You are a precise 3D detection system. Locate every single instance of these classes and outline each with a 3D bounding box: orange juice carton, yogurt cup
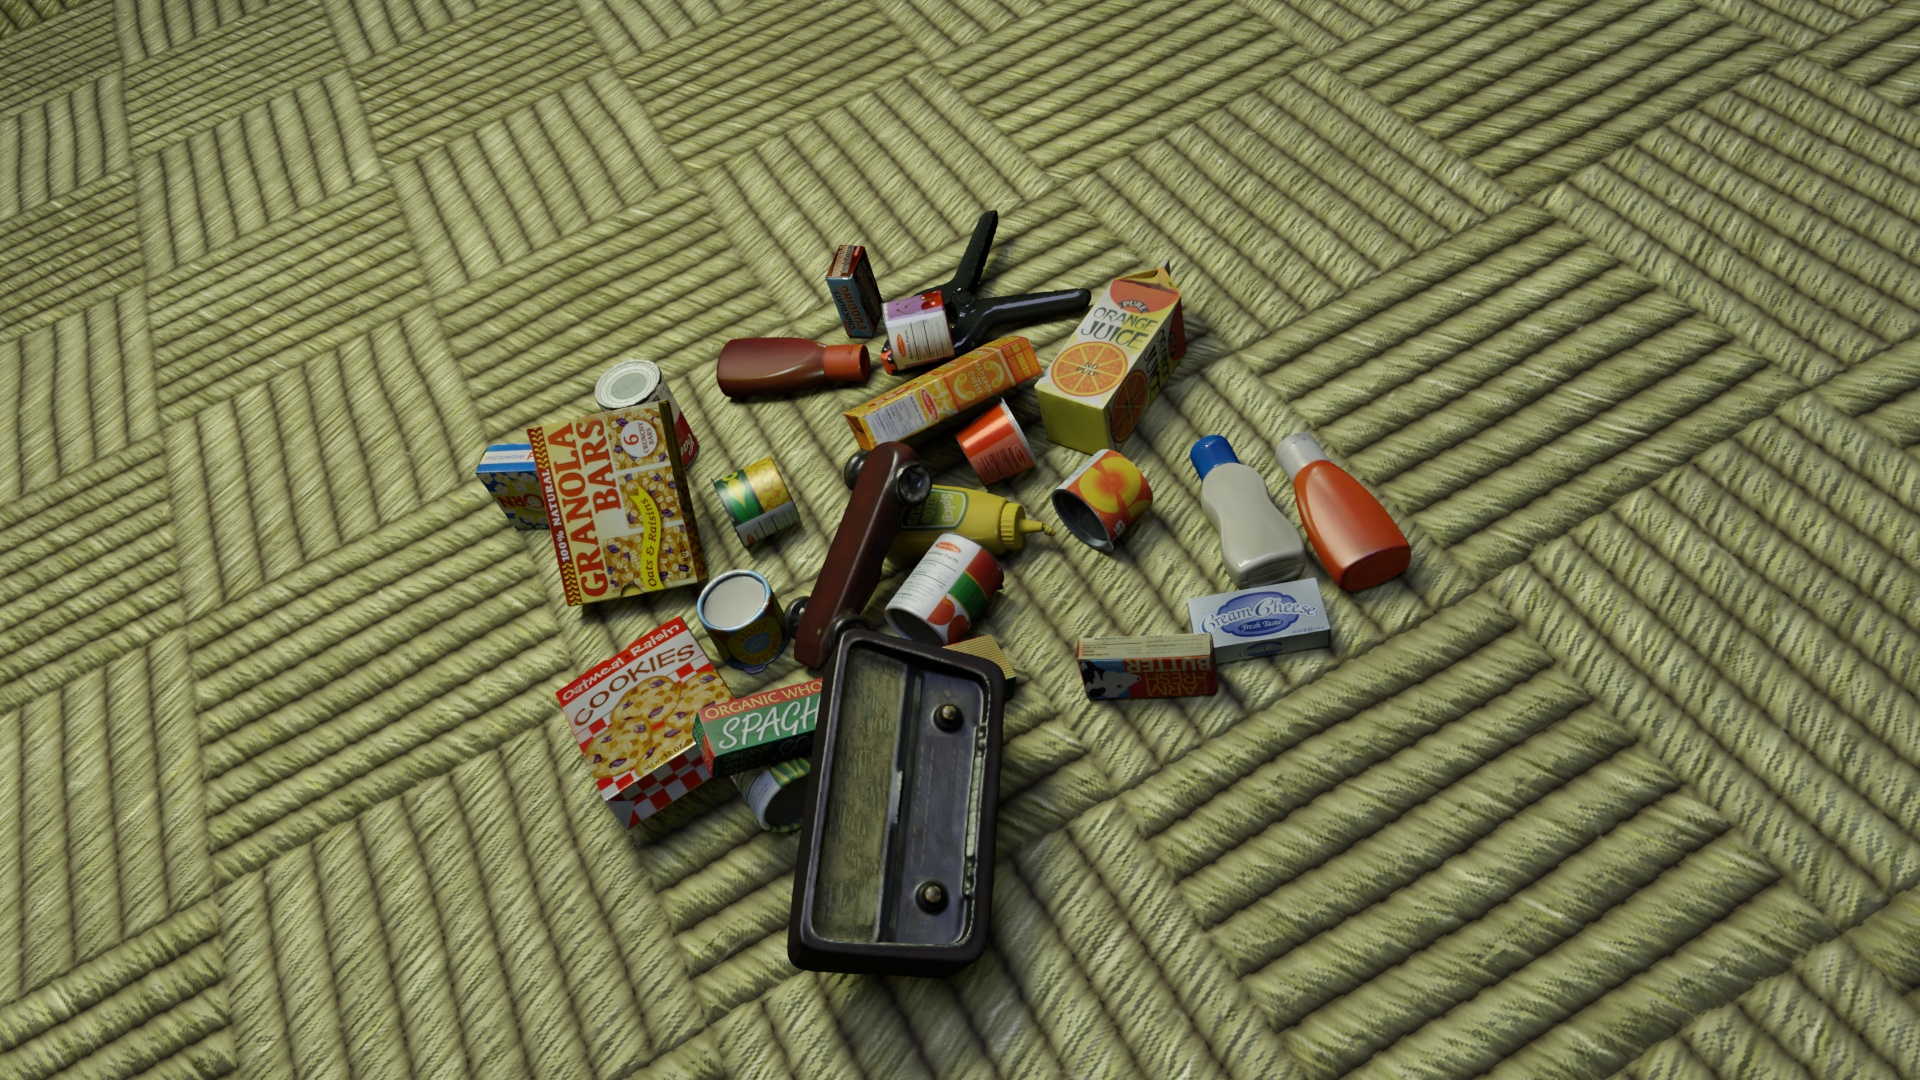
[{"bbox_3d":[0.150,-0.172,1.276,0.073,0.071,0.193,20,59,28],"label":"orange juice carton"},{"bbox_3d":[0.031,-0.085,1.244,0.054,0.072,0.073,-29,49,2],"label":"yogurt cup"}]

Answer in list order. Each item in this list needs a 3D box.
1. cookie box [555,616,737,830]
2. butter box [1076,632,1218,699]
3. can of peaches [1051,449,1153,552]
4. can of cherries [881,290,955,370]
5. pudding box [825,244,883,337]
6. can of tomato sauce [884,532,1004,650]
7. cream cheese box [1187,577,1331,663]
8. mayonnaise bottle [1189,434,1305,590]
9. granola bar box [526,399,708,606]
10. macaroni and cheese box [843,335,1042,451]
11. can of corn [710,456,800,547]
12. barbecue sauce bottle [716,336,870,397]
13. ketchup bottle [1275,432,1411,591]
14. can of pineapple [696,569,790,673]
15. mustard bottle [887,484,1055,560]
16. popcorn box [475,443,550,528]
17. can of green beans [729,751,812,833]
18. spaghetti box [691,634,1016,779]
[{"bbox_3d":[-0.248,0.142,1.123,0.123,0.040,0.168,-32,36,-12],"label":"cookie box"},{"bbox_3d":[0.144,0.097,1.067,0.103,0.053,0.024,-3,48,12],"label":"butter box"},{"bbox_3d":[0.122,-0.033,1.174,0.058,0.071,0.071,-42,53,-19],"label":"can of peaches"},{"bbox_3d":[-0.040,-0.201,1.323,0.058,0.071,0.072,-13,49,3],"label":"can of cherries"},{"bbox_3d":[-0.107,-0.251,1.406,0.030,0.083,0.050,4,52,19],"label":"pudding box"},{"bbox_3d":[-0.012,0.047,1.146,0.071,0.071,0.083,21,60,29],"label":"can of tomato sauce"},{"bbox_3d":[0.233,0.064,1.088,0.104,0.024,0.053,-10,48,7],"label":"cream cheese box"},{"bbox_3d":[0.232,-0.027,1.153,0.065,0.041,0.149,-17,48,0],"label":"mayonnaise bottle"},{"bbox_3d":[-0.305,-0.033,1.239,0.124,0.165,0.039,-11,6,7],"label":"granola bar box"},{"bbox_3d":[-0.019,-0.135,1.270,0.167,0.040,0.124,-27,11,-7],"label":"macaroni and cheese box"},{"bbox_3d":[-0.186,-0.038,1.260,0.058,0.070,0.071,-26,49,-7],"label":"can of corn"},{"bbox_3d":[-0.166,-0.175,1.386,0.148,0.043,0.065,-1,51,15],"label":"barbecue sauce bottle"},{"bbox_3d":[0.304,-0.028,1.131,0.065,0.043,0.149,-20,49,-2],"label":"ketchup bottle"},{"bbox_3d":[-0.183,0.068,1.179,0.071,0.057,0.071,-8,50,9],"label":"can of pineapple"},{"bbox_3d":[0.004,-0.015,1.201,0.160,0.048,0.065,2,58,17],"label":"mustard bottle"},{"bbox_3d":[-0.381,-0.052,1.316,0.127,0.084,0.038,-1,50,15],"label":"popcorn box"},{"bbox_3d":[-0.137,0.181,1.066,0.071,0.071,0.058,-33,51,-12],"label":"can of green beans"},{"bbox_3d":[-0.078,0.126,1.066,0.251,0.028,0.050,-13,45,-22],"label":"spaghetti box"}]
